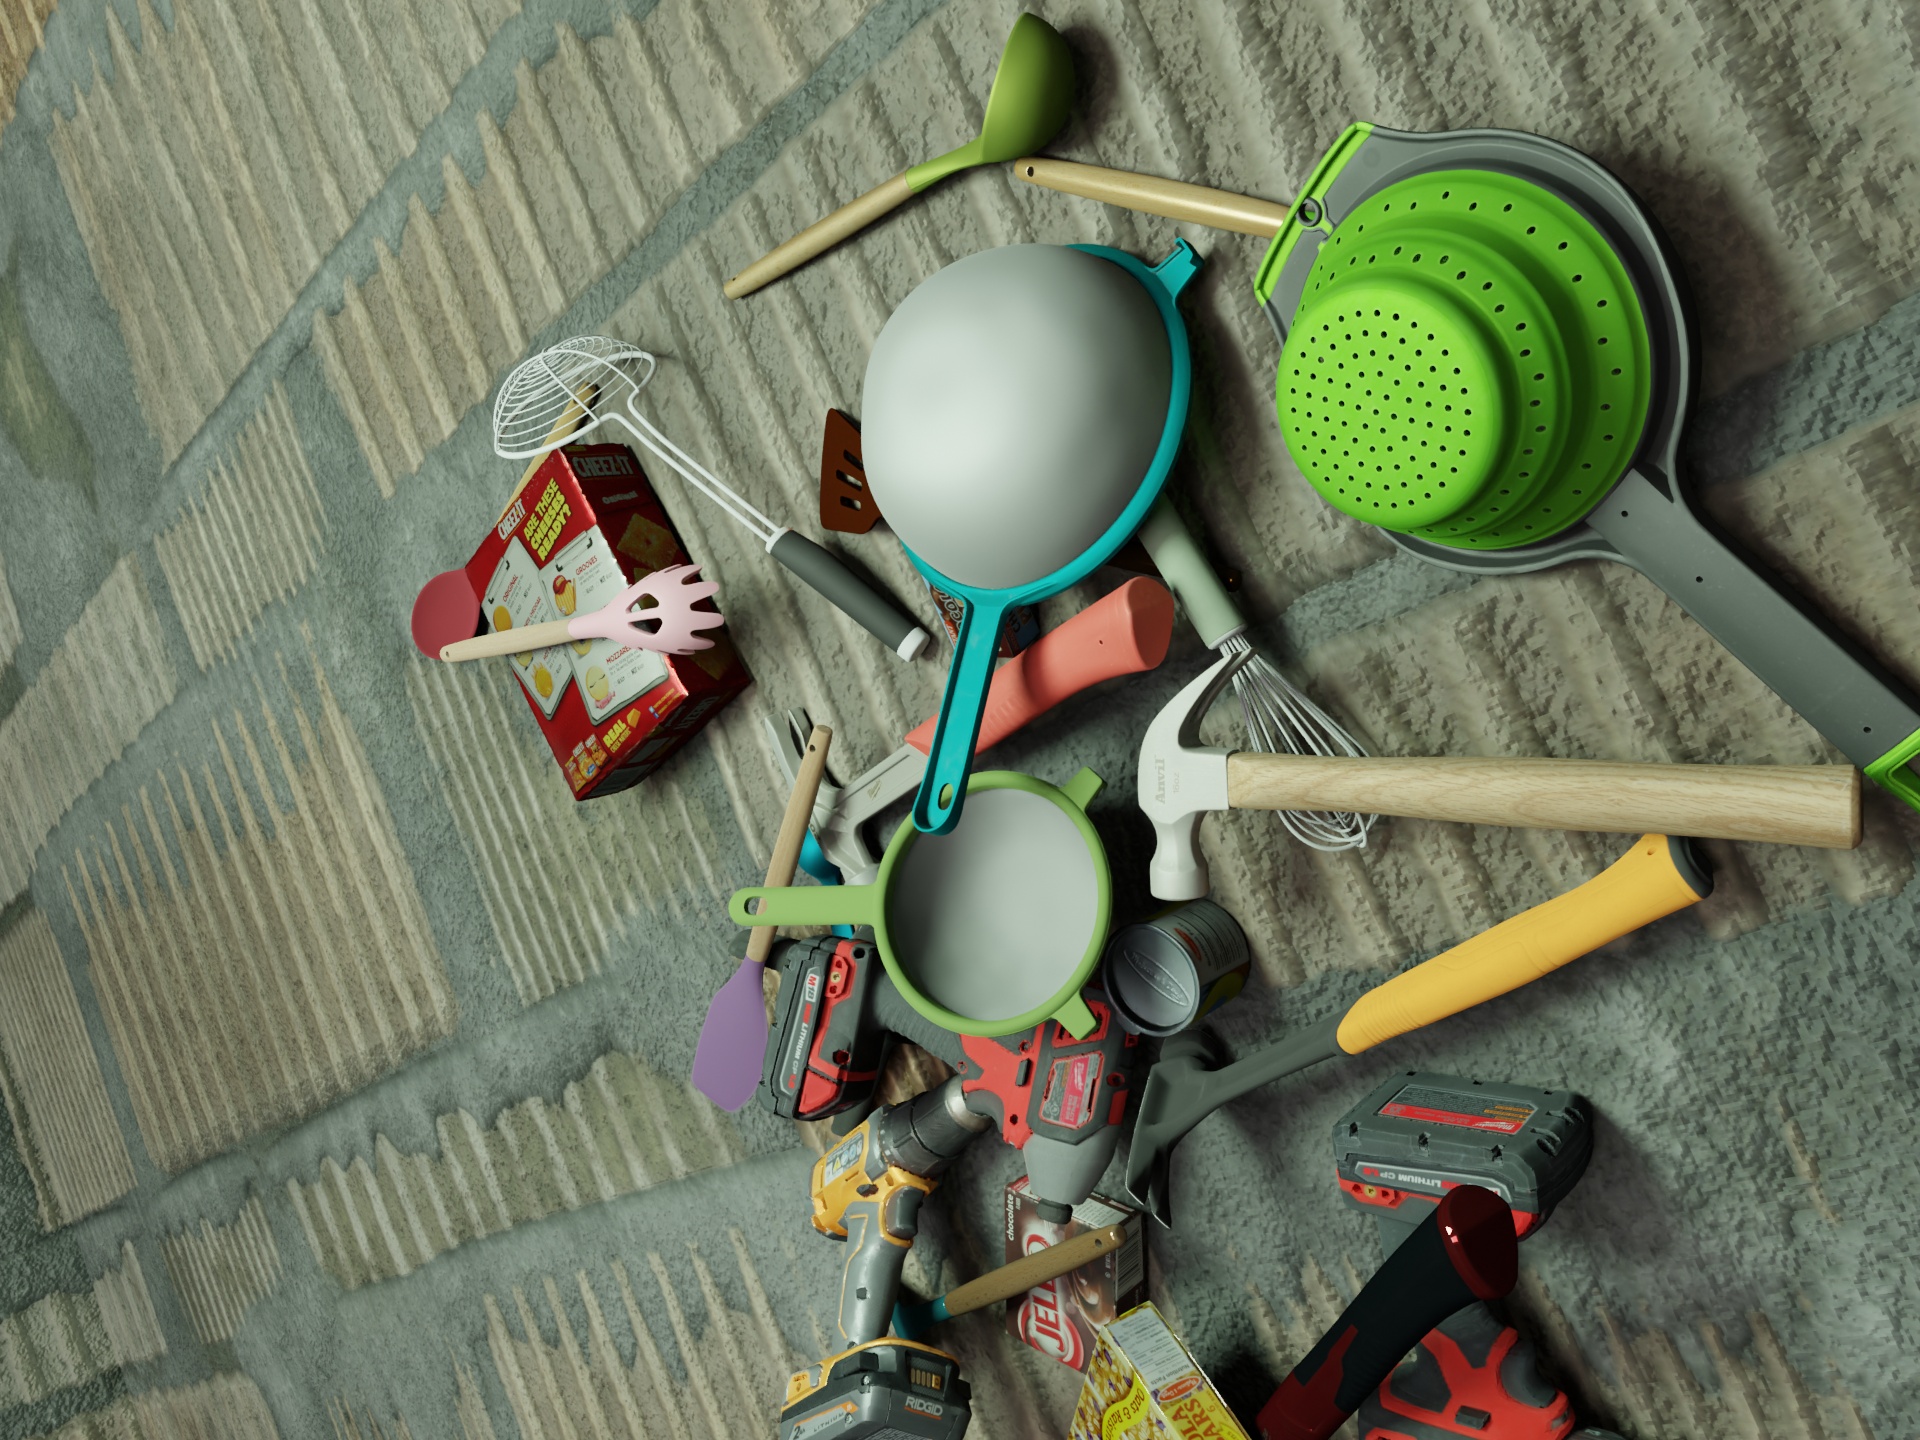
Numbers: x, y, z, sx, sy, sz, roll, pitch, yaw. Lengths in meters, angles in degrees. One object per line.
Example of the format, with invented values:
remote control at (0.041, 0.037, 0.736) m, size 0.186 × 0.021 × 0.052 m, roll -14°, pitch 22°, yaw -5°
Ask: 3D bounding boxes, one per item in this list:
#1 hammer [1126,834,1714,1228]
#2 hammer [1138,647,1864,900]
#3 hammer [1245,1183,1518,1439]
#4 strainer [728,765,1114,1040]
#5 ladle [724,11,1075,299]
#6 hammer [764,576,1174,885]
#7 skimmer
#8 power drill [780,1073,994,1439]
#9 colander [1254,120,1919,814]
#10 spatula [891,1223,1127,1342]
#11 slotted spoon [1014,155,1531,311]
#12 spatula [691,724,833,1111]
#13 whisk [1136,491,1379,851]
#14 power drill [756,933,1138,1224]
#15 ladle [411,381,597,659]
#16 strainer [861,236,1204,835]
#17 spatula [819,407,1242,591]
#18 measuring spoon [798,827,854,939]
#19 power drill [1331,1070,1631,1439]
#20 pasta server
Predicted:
hammer at (0.220, 0.149, 0.804) m, size 0.034 × 0.127 × 0.337 m, roll 45°, pitch 125°, yaw -12°
hammer at (0.235, 0.030, 0.748) m, size 0.331 × 0.031 × 0.130 m, roll 1°, pitch 99°, yaw 34°
hammer at (0.183, 0.336, 0.835) m, size 0.143 × 0.038 × 0.386 m, roll 53°, pitch 146°, yaw 32°
strainer at (-0.017, 0.113, 0.950) m, size 0.256 × 0.069 × 0.151 m, roll -5°, pitch 75°, yaw 28°
ladle at (-0.054, -0.322, 0.954) m, size 0.320 × 0.078 × 0.062 m, roll -13°, pitch 136°, yaw 45°
hammer at (-0.002, -0.003, 0.964) m, size 0.359 × 0.036 × 0.149 m, roll -35°, pitch 78°, yaw 49°
skimmer at (-0.168, -0.143, 1.079) m, size 0.363 × 0.127 × 0.090 m, roll 38°, pitch 154°, yaw 11°
power drill at (-0.039, 0.348, 1.021) m, size 0.185 × 0.084 × 0.226 m, roll -44°, pitch 30°, yaw 36°
colander at (0.263, -0.093, 0.689) m, size 0.397 × 0.094 × 0.204 m, roll 48°, pitch 140°, yaw 15°
spatula at (0.017, 0.368, 1.034) m, size 0.317 × 0.044 × 0.082 m, roll -42°, pitch 65°, yaw 45°
slotted spoon at (0.149, -0.260, 0.814) m, size 0.314 × 0.031 × 0.070 m, roll 26°, pitch 122°, yaw 36°
spatula at (-0.132, 0.142, 1.092) m, size 0.060 × 0.018 × 0.315 m, roll 30°, pitch 117°, yaw 24°
whisk at (0.147, -0.038, 0.845) m, size 0.058 × 0.059 × 0.246 m, roll -30°, pitch 82°, yaw -5°
power drill at (-0.005, 0.214, 0.973) m, size 0.220 × 0.078 × 0.143 m, roll 9°, pitch 84°, yaw 20°
ladle at (-0.365, -0.158, 1.277) m, size 0.315 × 0.031 × 0.069 m, roll -46°, pitch 73°, yaw 35°
strainer at (-0.001, -0.112, 0.850) m, size 0.211 × 0.095 × 0.340 m, roll 7°, pitch 81°, yaw 42°
spatula at (0.026, -0.121, 0.956) m, size 0.323 × 0.041 × 0.081 m, roll 19°, pitch 114°, yaw 32°
measuring spoon at (-0.092, 0.134, 1.115) m, size 0.042 × 0.021 × 0.128 m, roll -11°, pitch 94°, yaw 41°
power drill at (0.284, 0.304, 0.801) m, size 0.188 × 0.080 × 0.226 m, roll -1°, pitch 102°, yaw 41°
pasta server at (-0.282, -0.063, 1.134) m, size 0.316 × 0.040 × 0.060 m, roll -6°, pitch 95°, yaw 44°
